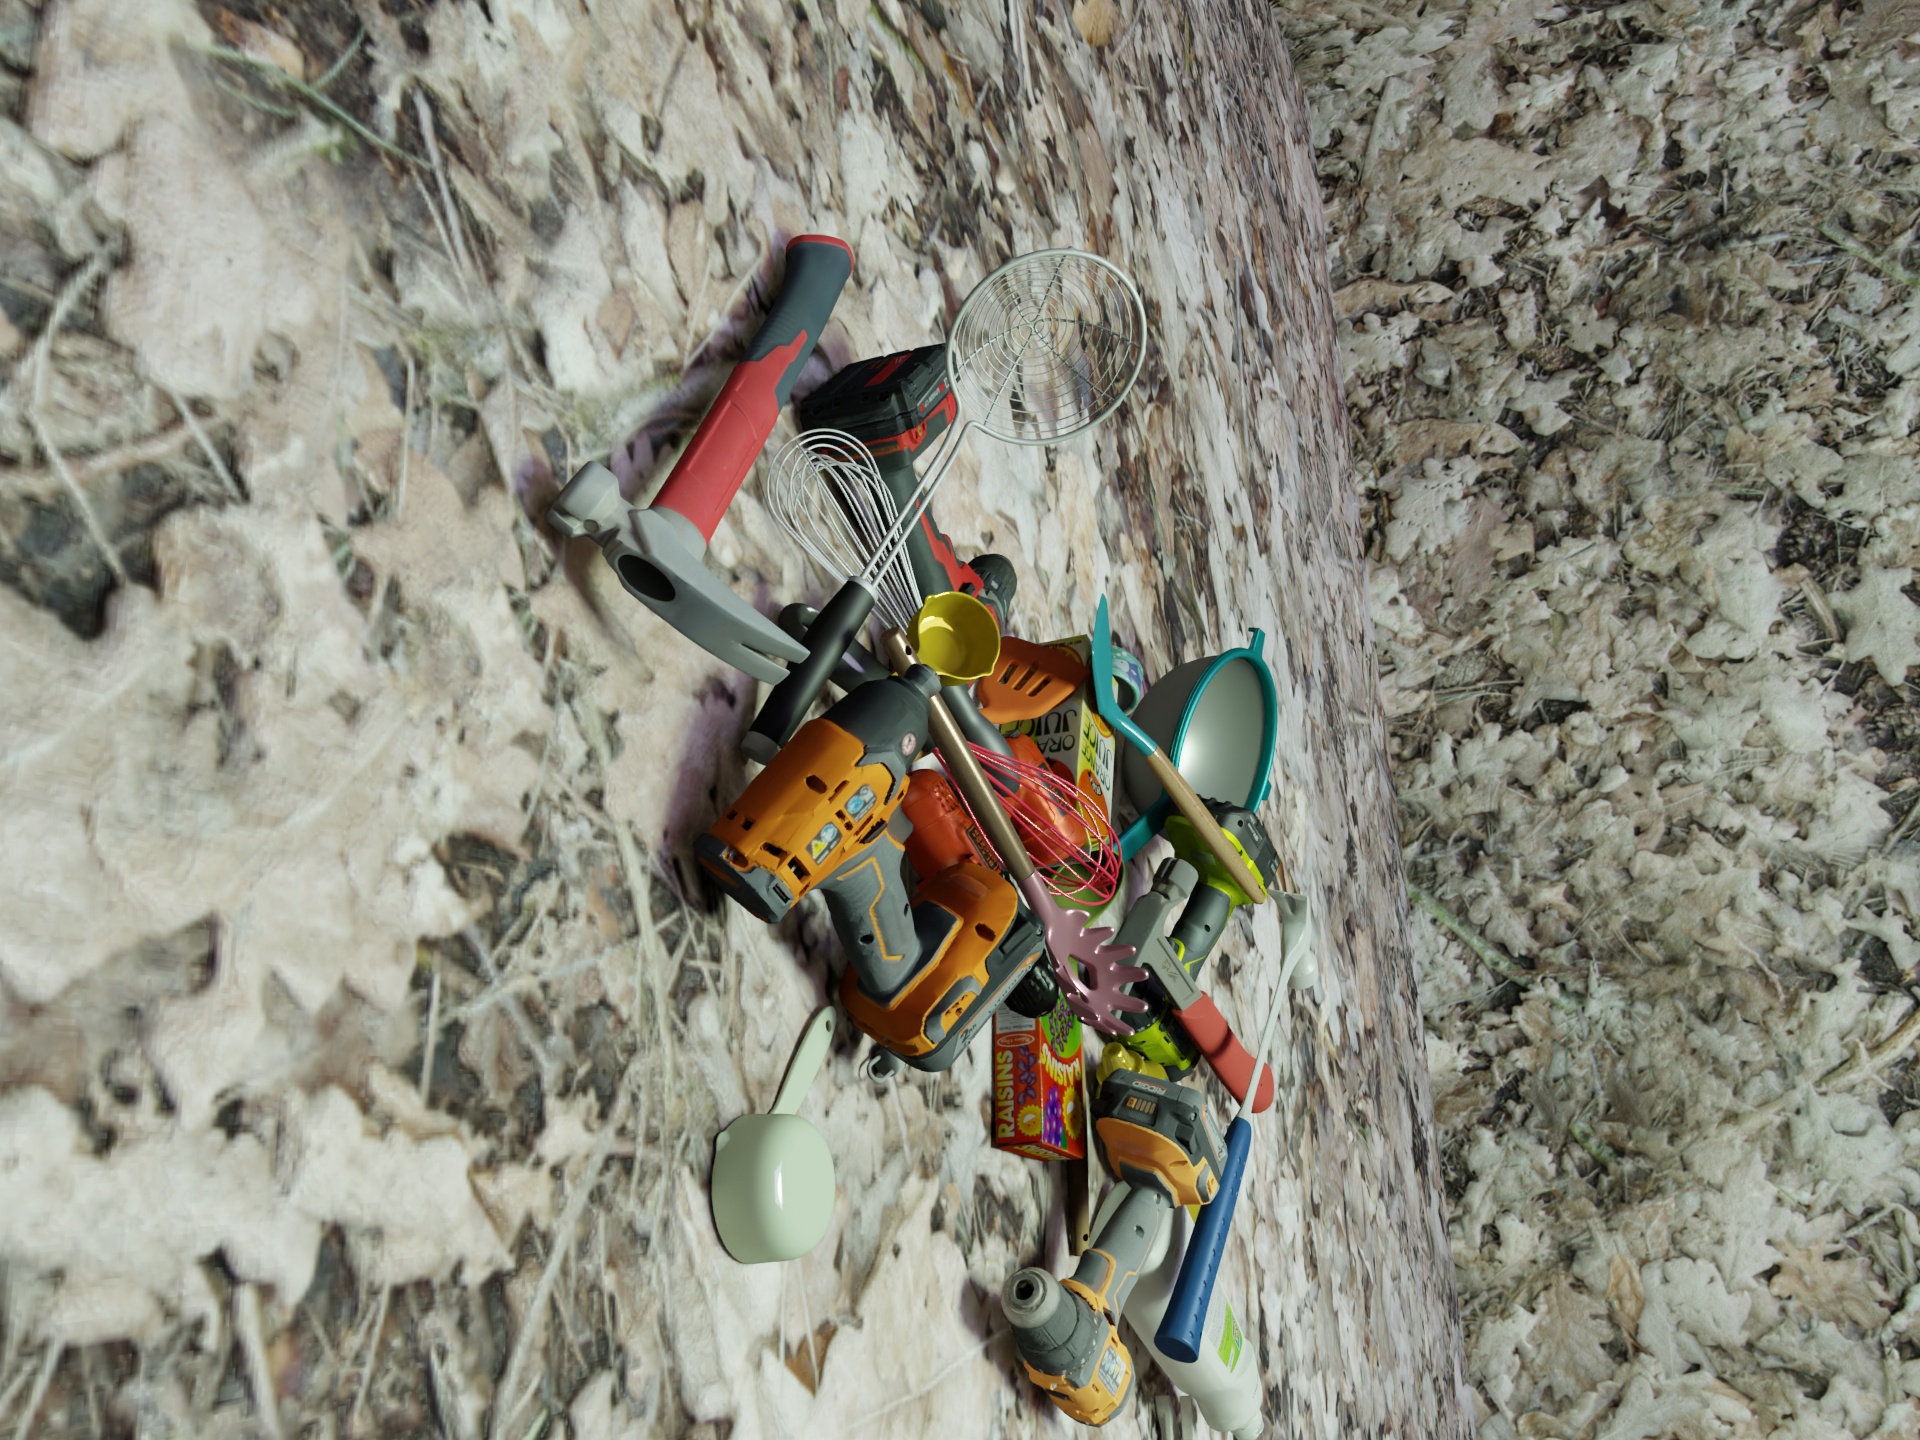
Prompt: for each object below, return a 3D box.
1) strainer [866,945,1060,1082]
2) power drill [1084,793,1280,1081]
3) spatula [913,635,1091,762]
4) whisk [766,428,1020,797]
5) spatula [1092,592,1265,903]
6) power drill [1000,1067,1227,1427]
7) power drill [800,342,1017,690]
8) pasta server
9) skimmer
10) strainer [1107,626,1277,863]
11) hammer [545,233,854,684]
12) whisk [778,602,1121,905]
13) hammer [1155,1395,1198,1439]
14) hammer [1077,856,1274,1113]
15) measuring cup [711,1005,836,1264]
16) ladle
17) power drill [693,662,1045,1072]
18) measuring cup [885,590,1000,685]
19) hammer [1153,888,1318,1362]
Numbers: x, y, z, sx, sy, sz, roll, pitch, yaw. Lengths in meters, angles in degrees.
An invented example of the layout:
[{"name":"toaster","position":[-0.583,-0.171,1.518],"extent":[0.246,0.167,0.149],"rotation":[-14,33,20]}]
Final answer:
[{"name":"strainer","position":[0.002,0.187,1.074],"extent":[0.087,0.050,0.258],"rotation":[54,30,6]},{"name":"power drill","position":[0.188,0.182,1.387],"extent":[0.229,0.080,0.190],"rotation":[-62,143,-21]},{"name":"spatula","position":[-0.002,-0.004,1.129],"extent":[0.322,0.081,0.041],"rotation":[-27,137,-61]},{"name":"whisk","position":[-0.034,-0.060,1.019],"extent":[0.284,0.070,0.070],"rotation":[59,30,-24]},{"name":"spatula","position":[0.176,0.039,1.296],"extent":[0.317,0.044,0.082],"rotation":[51,31,-25]},{"name":"power drill","position":[0.104,0.364,1.128],"extent":[0.226,0.084,0.185],"rotation":[-61,143,-28]},{"name":"power drill","position":[-0.019,-0.141,1.111],"extent":[0.188,0.080,0.226],"rotation":[-59,137,-57]},{"name":"pasta server","position":[0.034,0.073,0.973],"extent":[0.060,0.040,0.316],"rotation":[-53,125,-39]},{"name":"skimmer","position":[-0.010,-0.124,0.936],"extent":[0.127,0.090,0.363],"rotation":[47,64,-36]},{"name":"strainer","position":[0.180,0.056,1.491],"extent":[0.340,0.095,0.210],"rotation":[-37,129,-41]},{"name":"hammer","position":[-0.107,-0.178,0.917],"extent":[0.143,0.038,0.387],"rotation":[39,36,-18]},{"name":"whisk","position":[-0.001,0.023,1.007],"extent":[0.295,0.073,0.073],"rotation":[40,39,-21]},{"name":"hammer","position":[0.099,0.573,1.149],"extent":[0.410,0.038,0.146],"rotation":[37,46,-57]},{"name":"hammer","position":[0.199,0.261,1.338],"extent":[0.149,0.037,0.358],"rotation":[-59,142,-20]},{"name":"measuring cup","position":[-0.083,0.217,0.865],"extent":[0.168,0.038,0.083],"rotation":[-67,140,-50]},{"name":"ladle","position":[0.097,0.253,1.246],"extent":[0.078,0.062,0.320],"rotation":[8,75,-38]},{"name":"power drill","position":[-0.036,0.082,0.904],"extent":[0.164,0.084,0.226],"rotation":[-49,135,-17]},{"name":"measuring cup","position":[-0.038,-0.019,0.957],"extent":[0.156,0.029,0.062],"rotation":[-43,96,-29]},{"name":"hammer","position":[0.230,0.317,1.294],"extent":[0.143,0.035,0.406],"rotation":[74,33,-44]}]
